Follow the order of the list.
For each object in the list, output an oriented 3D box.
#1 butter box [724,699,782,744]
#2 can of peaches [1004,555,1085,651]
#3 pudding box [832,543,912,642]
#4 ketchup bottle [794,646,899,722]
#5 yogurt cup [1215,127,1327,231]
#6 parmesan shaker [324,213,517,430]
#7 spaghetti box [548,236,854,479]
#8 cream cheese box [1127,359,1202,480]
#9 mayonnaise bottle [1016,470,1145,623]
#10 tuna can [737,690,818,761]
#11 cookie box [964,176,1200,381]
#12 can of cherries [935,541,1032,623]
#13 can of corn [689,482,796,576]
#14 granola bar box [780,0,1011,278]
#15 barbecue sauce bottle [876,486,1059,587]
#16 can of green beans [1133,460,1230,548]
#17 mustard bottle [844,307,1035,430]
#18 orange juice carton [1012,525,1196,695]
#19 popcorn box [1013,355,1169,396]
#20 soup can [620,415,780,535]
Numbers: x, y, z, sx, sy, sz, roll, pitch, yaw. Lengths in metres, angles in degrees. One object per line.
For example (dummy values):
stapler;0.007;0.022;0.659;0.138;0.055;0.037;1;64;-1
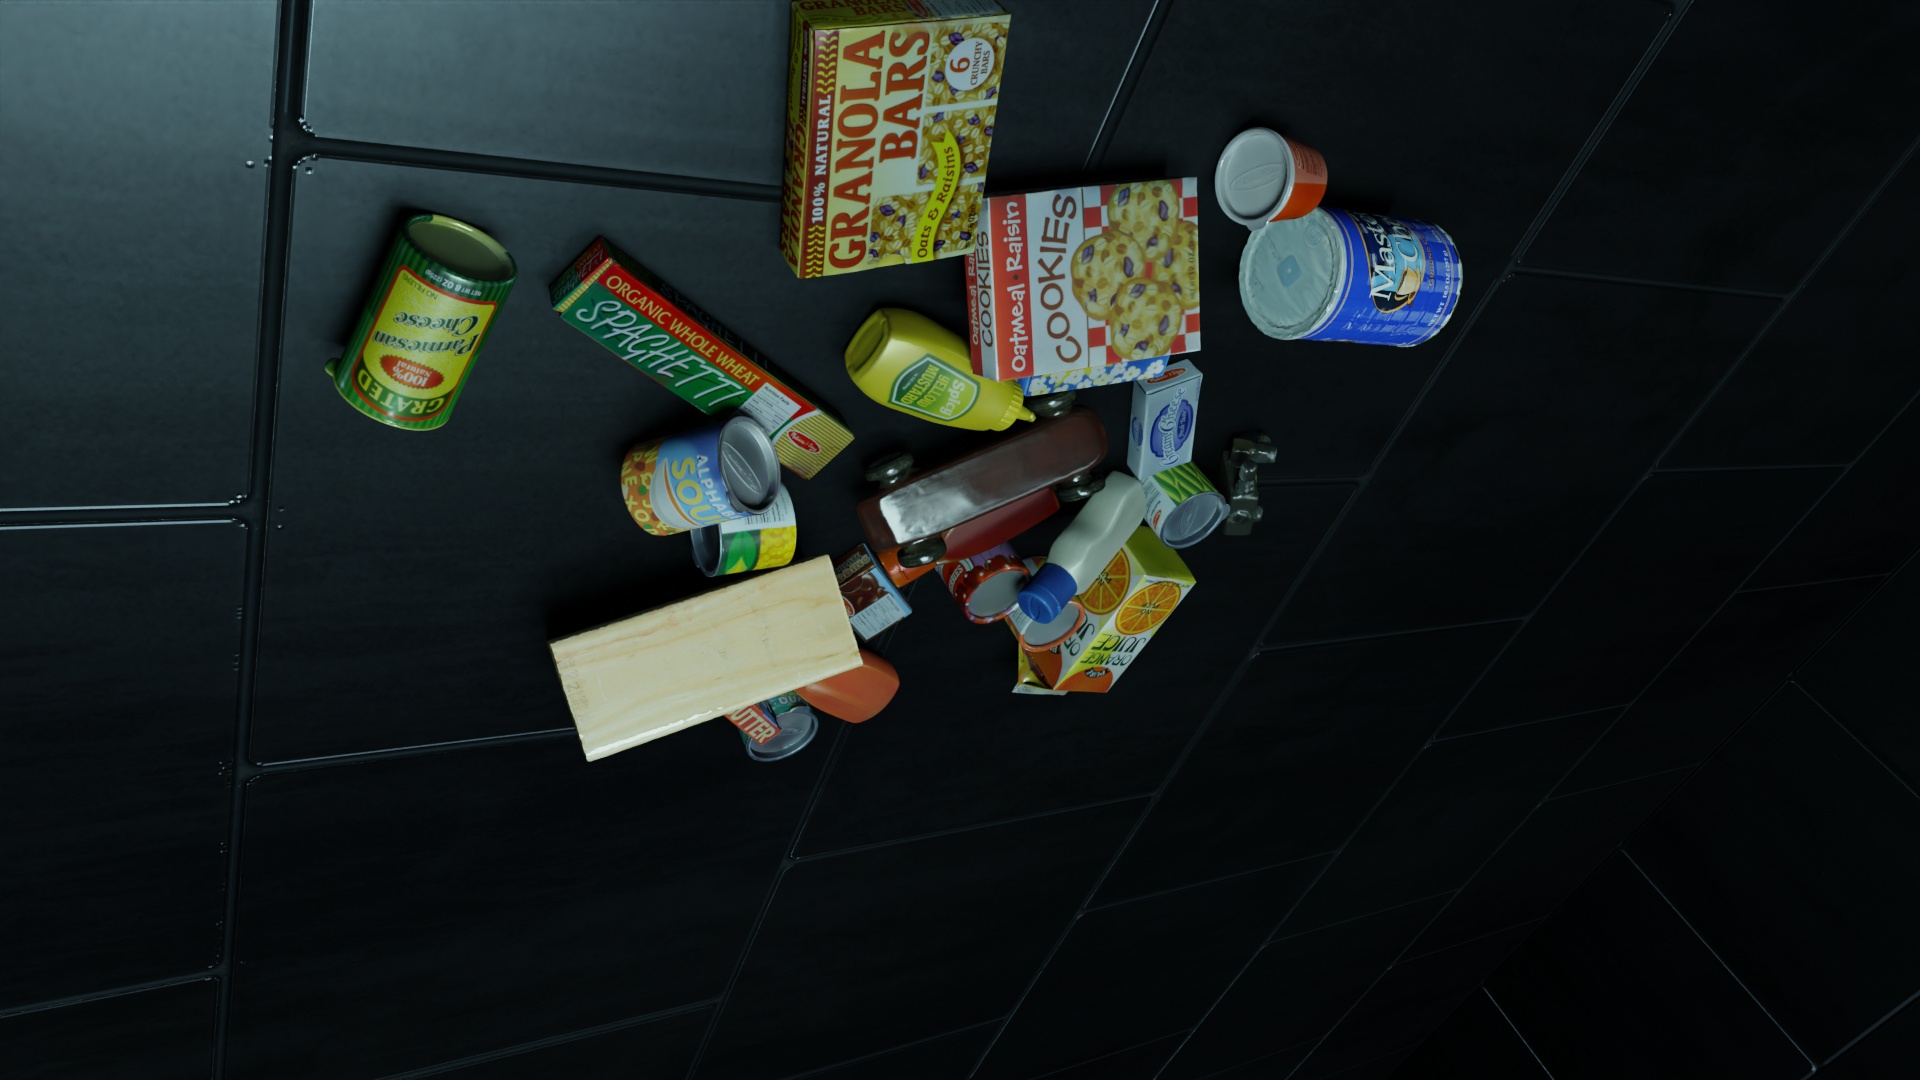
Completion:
butter box;-0.186;0.123;1.134;0.024;0.053;0.103;-35;143;0
can of peaches;0.071;0.058;1.240;0.071;0.058;0.070;-19;140;-17
pudding box;-0.079;0.044;1.141;0.049;0.030;0.083;-33;143;2
ketchup bottle;-0.117;0.110;1.176;0.064;0.044;0.148;-43;141;12
yogurt cup;0.225;-0.259;0.996;0.054;0.072;0.072;-8;137;-40
parmesan shaker;-0.300;-0.122;0.772;0.071;0.071;0.102;11;125;-42
spaghetti box;-0.162;-0.112;0.911;0.050;0.029;0.249;-41;142;11
cream cheese box;0.170;-0.100;1.164;0.053;0.024;0.103;-20;141;-15
mayonnaise bottle;0.103;0.008;1.170;0.149;0.041;0.064;-47;151;-31
tuna can;-0.159;0.157;1.207;0.071;0.033;0.070;-20;141;-17
cookie box;0.085;-0.183;0.958;0.168;0.040;0.122;-12;108;-25
can of cherries;0.017;0.028;1.169;0.072;0.058;0.071;-20;141;-17
can of corn;-0.157;-0.009;0.998;0.058;0.071;0.070;-8;136;-29
granola bar box;-0.043;-0.244;0.842;0.124;0.039;0.164;-14;139;-23
barbecue sauce bottle;0.004;-0.014;1.125;0.148;0.044;0.064;-31;130;-1
can of green beans;0.190;-0.036;1.221;0.071;0.058;0.071;-19;140;-17
mustard bottle;-0.003;-0.112;0.990;0.160;0.049;0.065;19;127;-34
orange juice carton;0.124;0.078;1.287;0.072;0.073;0.191;8;127;-41
popcorn box;0.102;-0.159;1.040;0.127;0.038;0.084;-11;137;-25
soup can;-0.173;-0.040;0.922;0.083;0.071;0.071;-12;151;26
